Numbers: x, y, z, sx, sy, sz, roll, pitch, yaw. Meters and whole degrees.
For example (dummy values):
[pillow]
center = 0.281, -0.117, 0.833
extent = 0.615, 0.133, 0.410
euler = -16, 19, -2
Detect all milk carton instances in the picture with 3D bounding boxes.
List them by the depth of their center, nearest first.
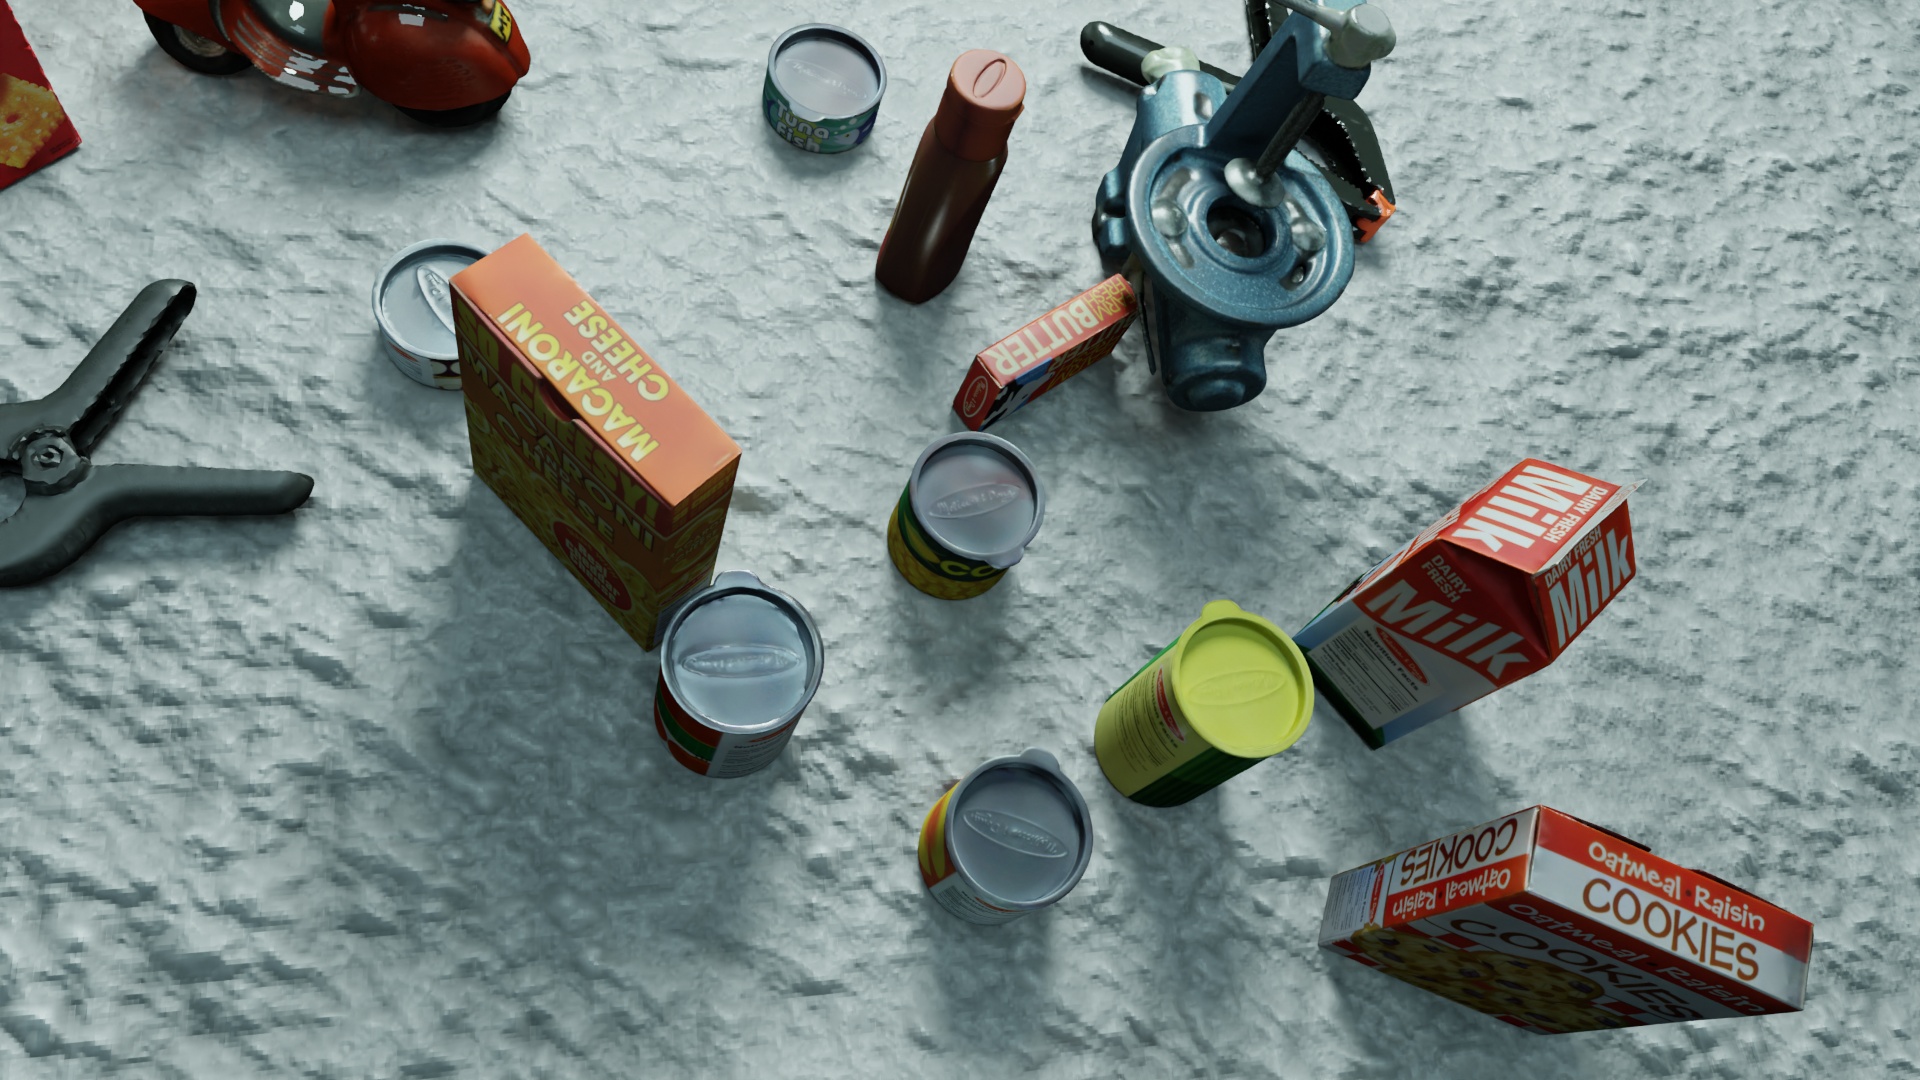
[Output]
[milk carton]
center = 0.238, 0.028, 0.650
extent = 0.072, 0.189, 0.073
euler = -36, 80, -25

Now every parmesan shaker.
[parmesan shaker]
center = 0.109, 0.078, 0.642
extent = 0.071, 0.102, 0.071
euler = 6, 66, -13

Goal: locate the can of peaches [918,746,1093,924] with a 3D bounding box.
[can of peaches]
center = 0.019, 0.132, 0.618
extent = 0.071, 0.057, 0.071
euler = 6, 66, -13

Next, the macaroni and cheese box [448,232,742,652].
[macaroni and cheese box]
center = -0.154, -0.032, 0.582
extent = 0.124, 0.165, 0.040
euler = 45, 64, 6

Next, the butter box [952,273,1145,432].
[butter box]
center = 0.046, -0.098, 0.730
extent = 0.104, 0.053, 0.024
euler = -33, 79, -25

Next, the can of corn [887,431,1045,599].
[can of corn]
center = 0.002, -0.008, 0.675
extent = 0.071, 0.058, 0.071
euler = 6, 66, -13

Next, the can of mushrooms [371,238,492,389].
[can of mushrooms]
center = -0.242, -0.109, 0.666
extent = 0.071, 0.033, 0.071
euler = 6, 66, -13

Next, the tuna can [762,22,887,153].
[tuna can]
center = -0.077, -0.250, 0.773
extent = 0.071, 0.032, 0.071
euler = 6, 66, -13

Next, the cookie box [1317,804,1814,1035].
[cookie box]
center = 0.253, 0.170, 0.605
extent = 0.123, 0.166, 0.040
euler = 23, 63, -5

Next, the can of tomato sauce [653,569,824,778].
[can of tomato sauce]
center = -0.099, 0.061, 0.603
extent = 0.071, 0.082, 0.071
euler = 6, 66, -13

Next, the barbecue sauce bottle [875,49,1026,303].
[barbecue sauce bottle]
center = -0.004, -0.183, 0.699
extent = 0.044, 0.148, 0.065
euler = 32, 63, 0
